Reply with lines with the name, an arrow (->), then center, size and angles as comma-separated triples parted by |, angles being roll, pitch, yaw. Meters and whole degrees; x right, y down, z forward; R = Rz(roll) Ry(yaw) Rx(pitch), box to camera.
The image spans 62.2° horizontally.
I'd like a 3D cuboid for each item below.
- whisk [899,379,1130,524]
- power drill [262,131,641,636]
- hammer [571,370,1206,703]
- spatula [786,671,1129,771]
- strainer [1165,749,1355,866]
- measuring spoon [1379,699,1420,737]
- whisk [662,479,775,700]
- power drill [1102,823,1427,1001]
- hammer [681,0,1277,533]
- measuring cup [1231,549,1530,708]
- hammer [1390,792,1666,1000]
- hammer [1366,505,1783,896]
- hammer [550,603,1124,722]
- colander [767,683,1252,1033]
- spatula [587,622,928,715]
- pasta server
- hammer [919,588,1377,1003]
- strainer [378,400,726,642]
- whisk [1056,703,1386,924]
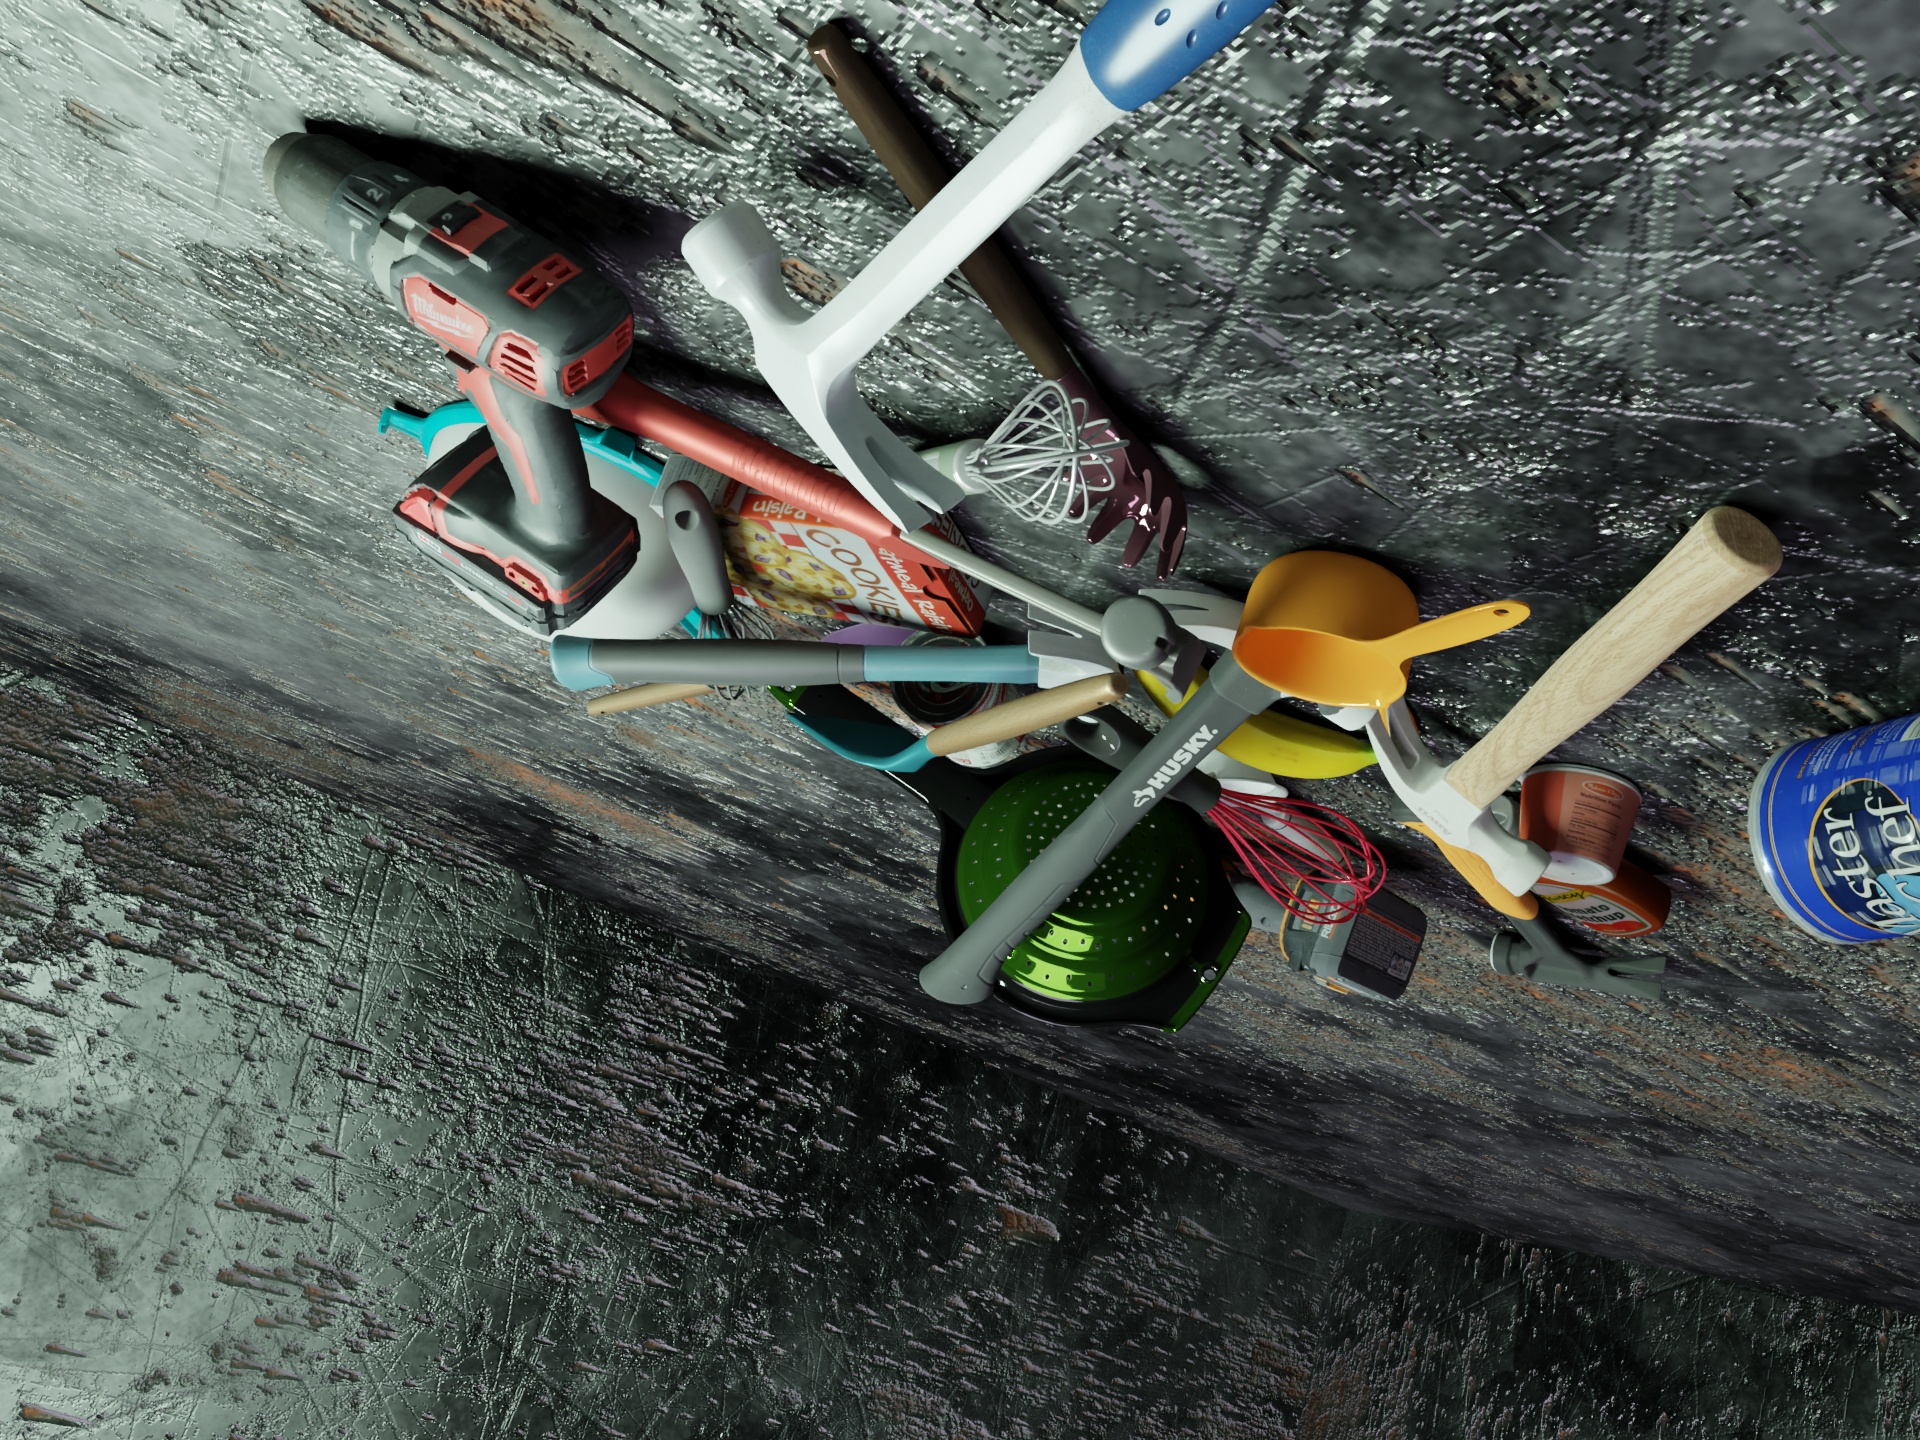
whisk -> 0.010, -0.114, 0.715 | 0.059, 0.058, 0.246 | -14, -170, -16
power drill -> -0.240, -0.163, 0.769 | 0.188, 0.080, 0.226 | 33, 149, 12
hammer -> -0.047, -0.102, 0.791 | 0.359, 0.037, 0.149 | 26, -179, 15
spatula -> -0.001, -0.003, 0.860 | 0.082, 0.044, 0.317 | 9, 167, -27
strainer -> 0.215, 0.061, 1.107 | 0.087, 0.050, 0.258 | -7, 155, 37
measuring spoon -> 0.269, 0.021, 0.951 | 0.021, 0.011, 0.116 | -27, 139, 9
whisk -> -0.142, -0.072, 0.937 | 0.055, 0.055, 0.238 | 16, 157, 9
power drill -> 0.210, 0.130, 1.196 | 0.226, 0.084, 0.185 | 16, 172, 45
hammer -> 0.042, -0.182, 0.475 | 0.144, 0.035, 0.405 | 56, 145, -6
measuring cup -> 0.206, -0.055, 0.762 | 0.095, 0.052, 0.173 | 27, 158, -23
hammer -> 0.389, 0.122, 1.115 | 0.127, 0.034, 0.336 | 4, 157, 40
hammer -> 0.295, -0.010, 0.785 | 0.130, 0.031, 0.331 | 41, 159, 11
hammer -> -0.069, -0.033, 0.925 | 0.331, 0.033, 0.128 | 0, 161, 0
colander -> 0.020, 0.054, 1.101 | 0.397, 0.204, 0.094 | 34, 160, 13
spatula -> -0.136, -0.035, 1.095 | 0.316, 0.018, 0.059 | -11, 154, 29
pasta server -> 0.024, -0.158, 0.663 | 0.060, 0.040, 0.315 | 28, 170, 40
hammer -> 0.079, 0.060, 0.932 | 0.146, 0.035, 0.334 | 28, 122, -23
strainer -> -0.233, -0.077, 1.056 | 0.211, 0.095, 0.340 | 10, 158, 26
whisk -> 0.165, 0.055, 0.987 | 0.295, 0.073, 0.073 | 31, 158, -31
